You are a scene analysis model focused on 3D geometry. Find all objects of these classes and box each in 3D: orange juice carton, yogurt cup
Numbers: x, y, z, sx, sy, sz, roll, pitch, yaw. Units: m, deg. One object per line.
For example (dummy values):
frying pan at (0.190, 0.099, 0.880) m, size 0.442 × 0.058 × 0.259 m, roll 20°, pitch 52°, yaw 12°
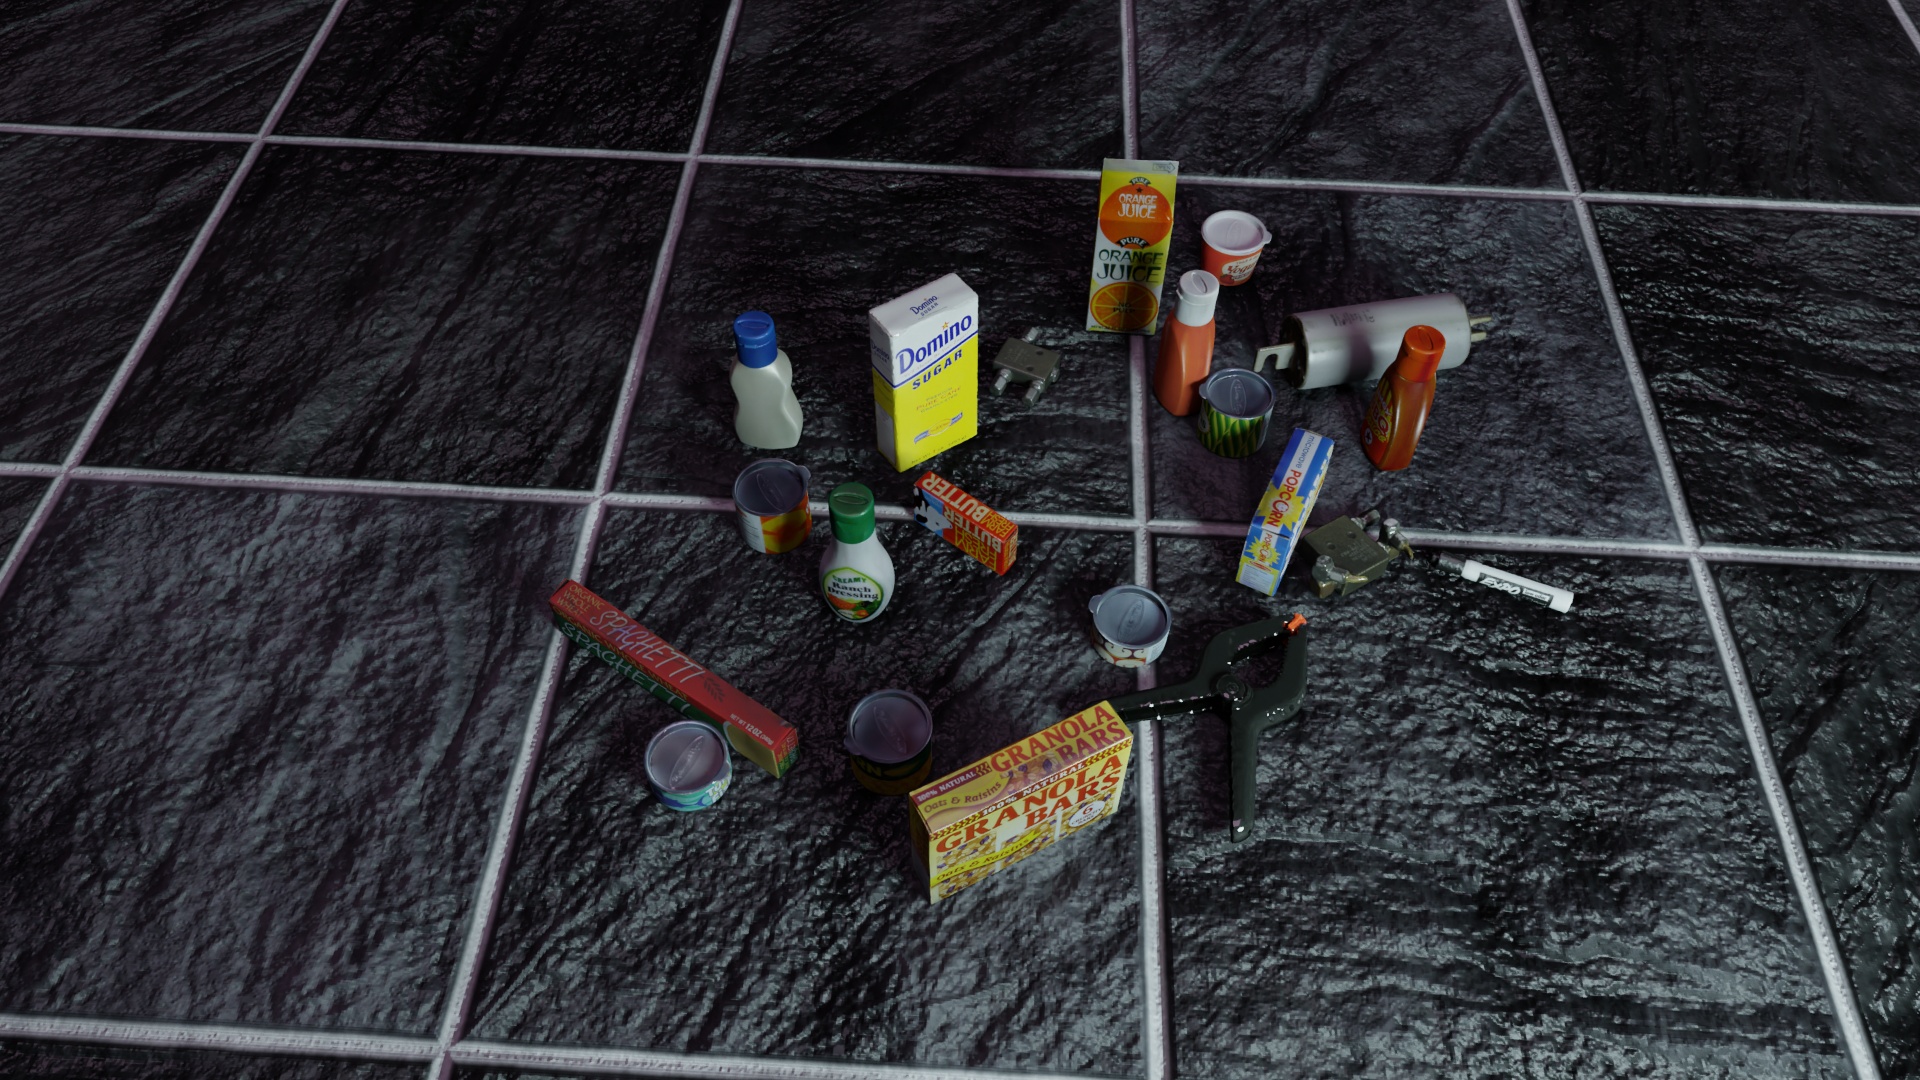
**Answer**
orange juice carton at (0.167, -0.296, 1.366) m, size 0.072 × 0.191 × 0.073 m, roll 5°, pitch 53°, yaw 3°
yogurt cup at (0.284, -0.306, 1.462) m, size 0.072 × 0.053 × 0.073 m, roll 0°, pitch 53°, yaw 0°

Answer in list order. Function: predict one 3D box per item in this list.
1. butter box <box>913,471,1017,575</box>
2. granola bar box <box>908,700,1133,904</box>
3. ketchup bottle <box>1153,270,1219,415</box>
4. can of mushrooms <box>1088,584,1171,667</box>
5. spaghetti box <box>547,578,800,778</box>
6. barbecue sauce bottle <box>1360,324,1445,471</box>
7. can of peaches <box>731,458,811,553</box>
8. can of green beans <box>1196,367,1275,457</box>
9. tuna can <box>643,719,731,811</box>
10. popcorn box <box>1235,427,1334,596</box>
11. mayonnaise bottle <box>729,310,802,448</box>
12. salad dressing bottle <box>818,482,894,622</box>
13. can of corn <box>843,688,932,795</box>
butter box at (0.004, -0.016, 1.236) m, size 0.103 × 0.052 × 0.024 m, roll 33°, pitch 59°, yaw 22°
granola bar box at (0.043, 0.194, 1.032) m, size 0.166 × 0.123 × 0.039 m, roll -23°, pitch 56°, yaw -17°
ketchup bottle at (0.214, -0.188, 1.311) m, size 0.043 × 0.148 × 0.065 m, roll -13°, pitch 54°, yaw -10°
can of mushrooms at (0.142, 0.072, 1.184) m, size 0.071 × 0.033 × 0.071 m, roll 0°, pitch 53°, yaw 0°
spaghetti box at (-0.237, 0.111, 1.138) m, size 0.250 × 0.050 × 0.029 m, roll 30°, pitch 58°, yaw 20°
barbecue sauce bottle at (0.406, -0.132, 1.272) m, size 0.044 × 0.147 × 0.065 m, roll -6°, pitch 53°, yaw -5°
can of peaches at (-0.166, -0.031, 1.243) m, size 0.071 × 0.057 × 0.071 m, roll 0°, pitch 53°, yaw 0°
can of green beans at (0.260, -0.121, 1.318) m, size 0.071 × 0.057 × 0.071 m, roll 0°, pitch 53°, yaw 0°
tuna can at (-0.213, 0.179, 1.097) m, size 0.071 × 0.032 × 0.071 m, roll 0°, pitch 53°, yaw 0°
popcorn box at (0.287, -0.026, 1.229) m, size 0.038 × 0.084 × 0.127 m, roll 22°, pitch 55°, yaw 15°
mayonnaise bottle at (-0.182, -0.145, 1.273) m, size 0.065 × 0.147 × 0.041 m, roll 5°, pitch 53°, yaw 3°
salad dressing bottle at (-0.088, 0.011, 1.156) m, size 0.064 × 0.146 × 0.044 m, roll 9°, pitch 53°, yaw 6°
can of corn at (-0.057, 0.161, 1.097) m, size 0.071 × 0.058 × 0.071 m, roll 0°, pitch 53°, yaw 0°
